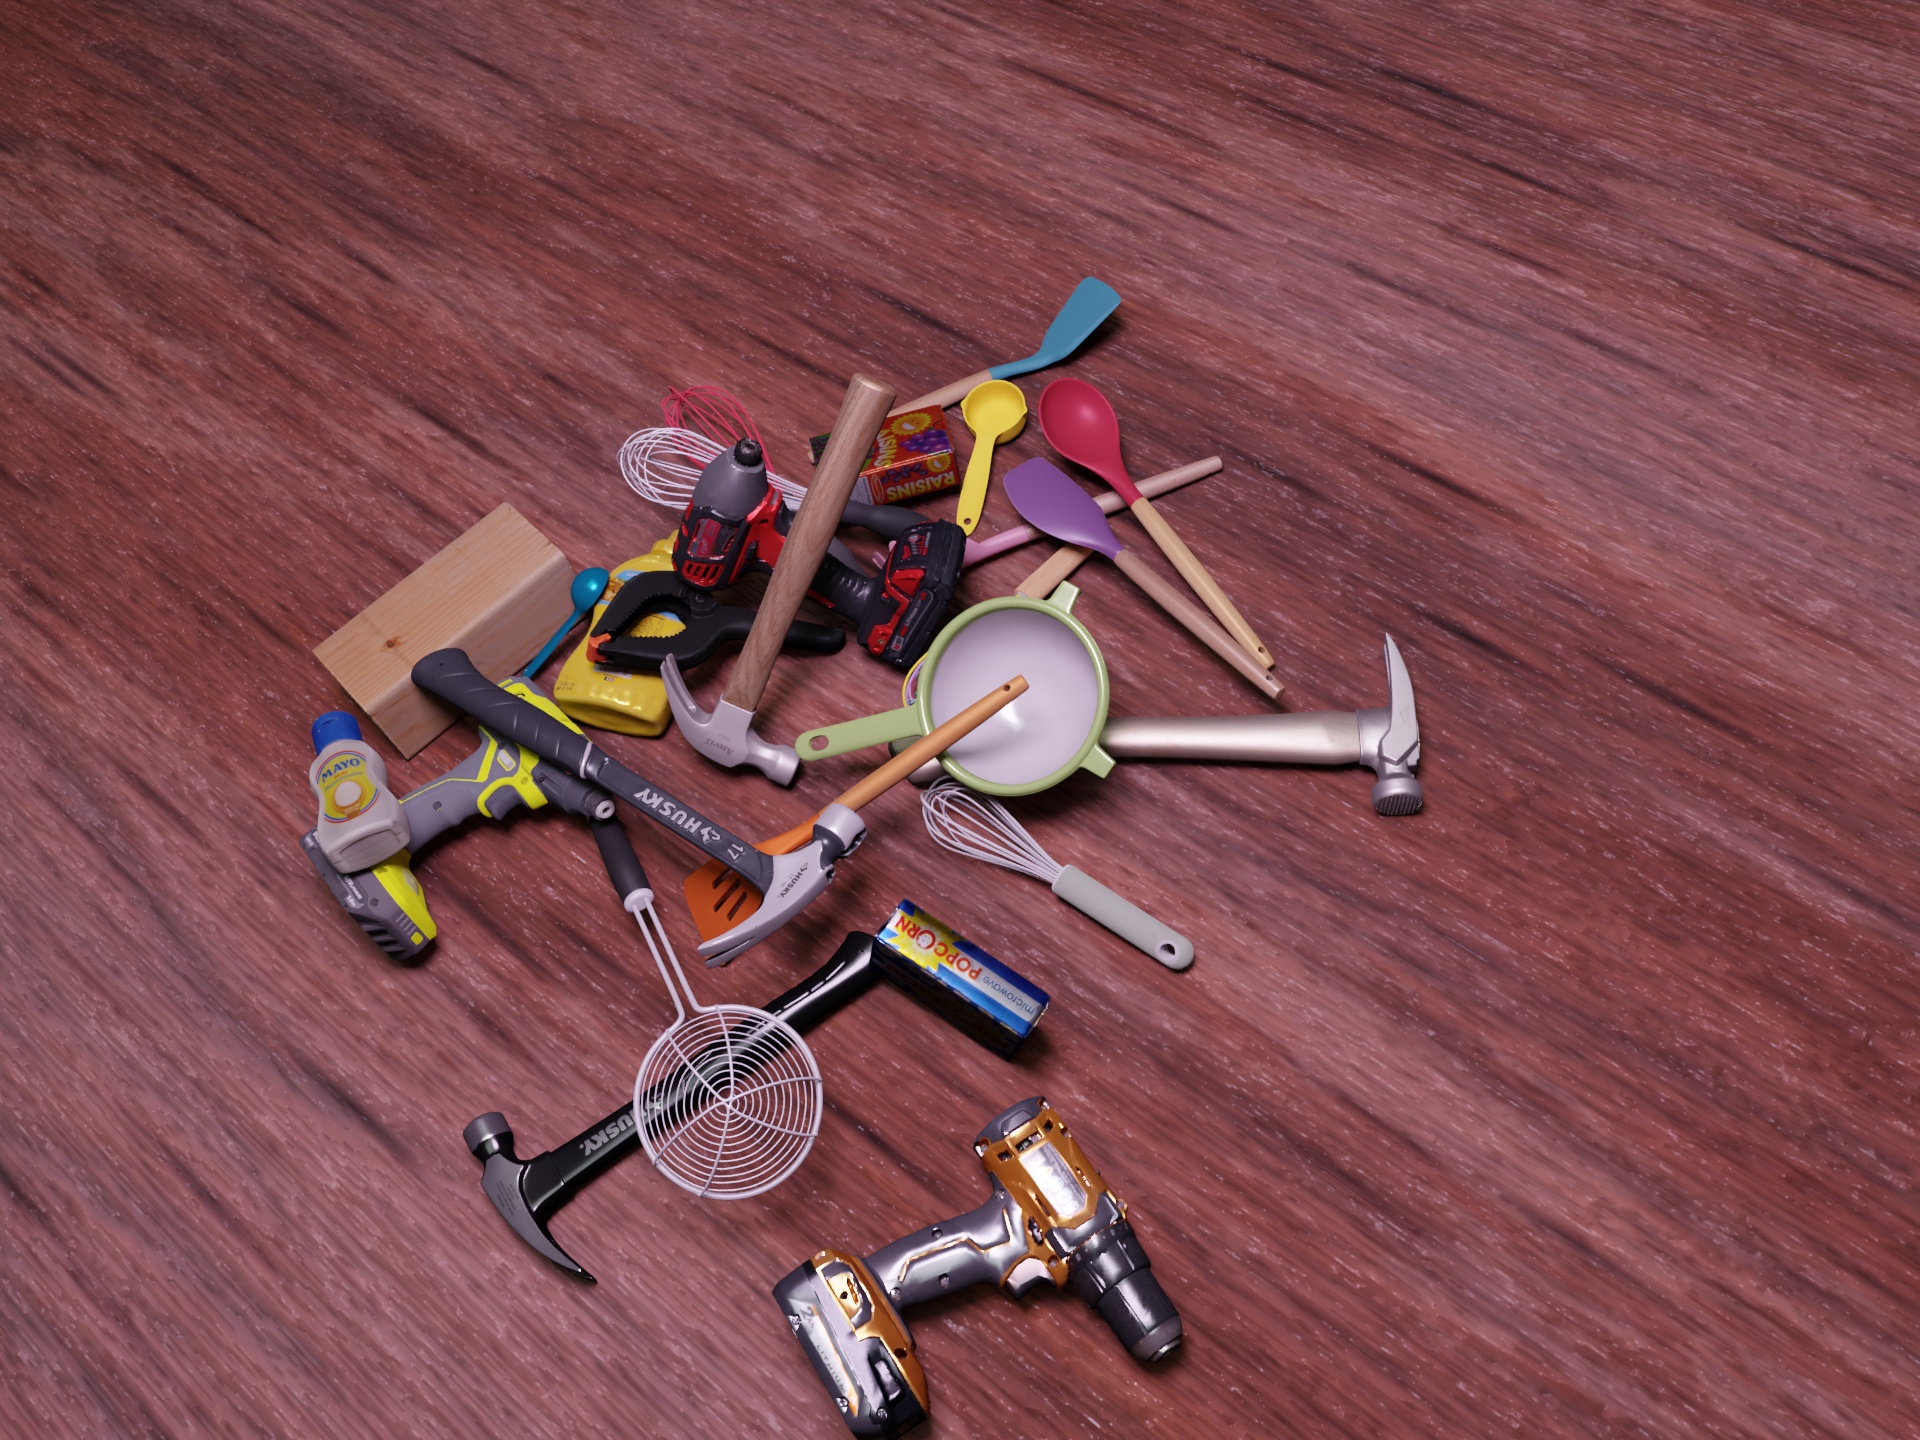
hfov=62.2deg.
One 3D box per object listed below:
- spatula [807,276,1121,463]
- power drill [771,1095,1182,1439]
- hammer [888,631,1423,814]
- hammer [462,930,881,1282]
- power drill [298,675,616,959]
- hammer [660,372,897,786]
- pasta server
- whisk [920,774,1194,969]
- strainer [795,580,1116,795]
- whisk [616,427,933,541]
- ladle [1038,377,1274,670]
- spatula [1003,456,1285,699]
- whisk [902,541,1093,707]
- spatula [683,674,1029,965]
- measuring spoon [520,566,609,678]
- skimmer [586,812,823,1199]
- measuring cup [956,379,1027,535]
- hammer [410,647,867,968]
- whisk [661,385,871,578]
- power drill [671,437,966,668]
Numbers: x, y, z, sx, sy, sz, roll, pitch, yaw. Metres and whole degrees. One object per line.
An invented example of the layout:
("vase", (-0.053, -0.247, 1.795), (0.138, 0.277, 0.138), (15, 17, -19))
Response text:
("spatula", (0.000, -0.316, 1.466), (0.317, 0.044, 0.082), (-26, 36, -5))
("power drill", (0.016, 0.379, 1.037), (0.226, 0.084, 0.185), (-31, 61, -15))
("hammer", (0.148, 0.006, 1.256), (0.410, 0.038, 0.146), (-1, 61, 8))
("hammer", (-0.187, 0.263, 1.158), (0.335, 0.035, 0.146), (-33, 60, -11))
("power drill", (-0.391, 0.077, 1.265), (0.223, 0.080, 0.171), (-39, 52, -16))
("hammer", (-0.132, -0.111, 1.227), (0.130, 0.331, 0.031), (23, 20, -6))
("pasta server", (0.078, -0.178, 1.376), (0.316, 0.060, 0.040), (-21, 85, -7))
("whisk", (0.070, 0.115, 1.203), (0.246, 0.059, 0.058), (32, 106, 20))
("strainer", (-0.002, -0.004, 1.235), (0.256, 0.069, 0.151), (-14, 81, 18))
("whisk", (-0.150, -0.190, 1.346), (0.284, 0.070, 0.070), (12, 56, -23))
("ladle", (0.165, -0.165, 1.337), (0.069, 0.031, 0.316), (-29, 70, -16))
("spatula", (0.146, -0.118, 1.298), (0.060, 0.018, 0.316), (-34, 60, -21))
("whisk", (0.039, -0.085, 1.330), (0.047, 0.051, 0.245), (46, 69, 3))
("spatula", (-0.080, 0.065, 1.203), (0.322, 0.041, 0.081), (-35, 61, 7))
("measuring spoon", (-0.347, -0.083, 1.361), (0.128, 0.021, 0.042), (-49, 28, 12))
("skimmer", (-0.212, 0.190, 1.176), (0.127, 0.090, 0.364), (-26, 40, -12))
("measuring cup", (0.022, -0.232, 1.430), (0.062, 0.029, 0.157), (9, 73, 14))
("hammer", (-0.273, 0.044, 1.209), (0.409, 0.036, 0.149), (27, 62, 25))
("whisk", (-0.171, -0.208, 1.421), (0.073, 0.073, 0.296), (-38, 67, -14))
("power drill", (-0.114, -0.139, 1.281), (0.219, 0.143, 0.079), (21, 45, -10))
